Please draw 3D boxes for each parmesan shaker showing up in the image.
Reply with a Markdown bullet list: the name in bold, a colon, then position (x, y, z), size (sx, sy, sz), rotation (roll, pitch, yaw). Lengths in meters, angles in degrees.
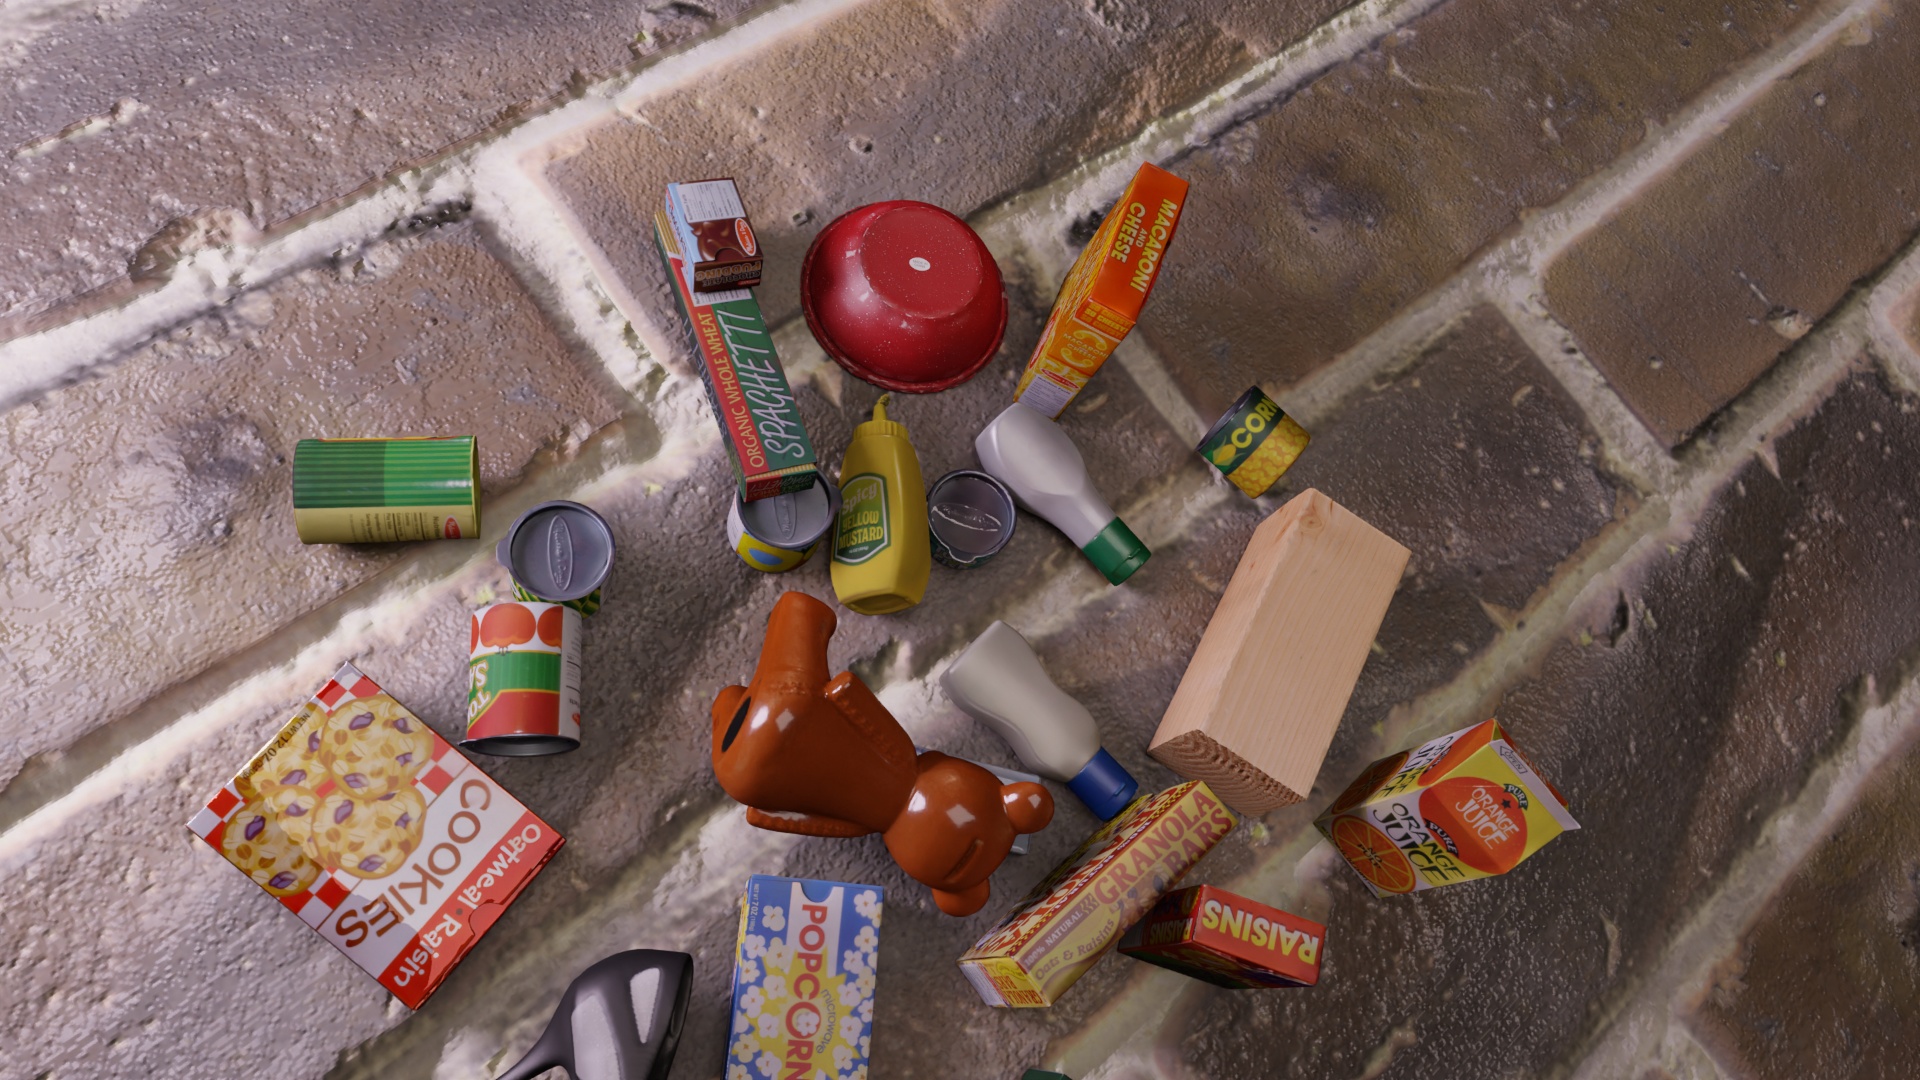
- **parmesan shaker**: position (-0.355, -0.034, 0.866), size (0.103, 0.071, 0.071), rotation (-2, 72, -16)

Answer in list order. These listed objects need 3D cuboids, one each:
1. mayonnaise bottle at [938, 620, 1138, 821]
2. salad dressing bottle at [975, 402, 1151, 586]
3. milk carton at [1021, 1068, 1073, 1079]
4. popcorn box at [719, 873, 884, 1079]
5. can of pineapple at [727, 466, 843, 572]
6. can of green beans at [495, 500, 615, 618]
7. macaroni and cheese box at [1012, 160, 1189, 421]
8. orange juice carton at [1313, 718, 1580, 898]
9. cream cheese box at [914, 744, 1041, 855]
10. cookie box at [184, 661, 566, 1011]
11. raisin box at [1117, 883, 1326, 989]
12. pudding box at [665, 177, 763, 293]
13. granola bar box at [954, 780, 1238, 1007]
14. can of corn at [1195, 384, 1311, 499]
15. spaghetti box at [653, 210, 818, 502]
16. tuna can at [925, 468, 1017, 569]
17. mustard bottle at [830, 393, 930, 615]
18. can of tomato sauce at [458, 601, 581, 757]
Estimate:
- **mayonnaise bottle**: position (0.056, 0.126, 0.944), size (0.148, 0.041, 0.065), rotation (45, 67, 2)
- **salad dressing bottle**: position (0.075, -0.032, 1.004), size (0.064, 0.043, 0.147), rotation (-41, 87, -26)
- **milk carton**: position (0.029, 0.415, 0.814), size (0.072, 0.073, 0.191), rotation (36, 66, -1)
- **popcorn box**: position (-0.096, 0.273, 0.849), size (0.085, 0.038, 0.127), rotation (9, 69, -12)
- **can of pineapple**: position (-0.120, -0.017, 0.934), size (0.071, 0.057, 0.071), rotation (5, 70, -14)
- **can of green beans**: position (-0.255, 0.015, 0.885), size (0.071, 0.057, 0.071), rotation (5, 70, -14)
- **macaroni and cheese box**: position (0.099, -0.174, 0.993), size (0.040, 0.166, 0.124), rotation (26, 67, -7)
- **orange juice carton**: position (0.324, 0.177, 0.917), size (0.073, 0.192, 0.072), rotation (-37, 83, -24)
- **cream cheese box**: position (-0.001, 0.171, 0.919), size (0.104, 0.024, 0.053), rotation (16, 69, -10)
- **cookie box**: position (-0.336, 0.171, 0.811), size (0.167, 0.040, 0.123), rotation (39, 70, 0)
- **raisin box**: position (0.163, 0.254, 0.882), size (0.086, 0.123, 0.040), rotation (22, 67, -8)
- **pudding box**: position (-0.171, -0.212, 0.960), size (0.050, 0.030, 0.084), rotation (-11, 58, -20)
- **granola bar box**: position (0.082, 0.222, 0.871), size (0.166, 0.123, 0.039), rotation (-37, 86, -24)
- **can of corn**: position (0.221, -0.074, 1.045), size (0.058, 0.071, 0.071), rotation (42, 66, 0)
- **spaghetti box**: position (-0.156, -0.133, 0.945), size (0.050, 0.028, 0.251), rotation (-12, 58, -18)
- **tuna can**: position (0.004, -0.012, 0.981), size (0.071, 0.032, 0.071), rotation (5, 70, -14)
- **mustard bottle**: position (-0.056, -0.031, 0.955), size (0.049, 0.065, 0.161), rotation (31, 50, -52)
- **can of tomato sauce**: position (-0.269, 0.086, 0.851), size (0.071, 0.071, 0.083), rotation (1, 70, -15)
